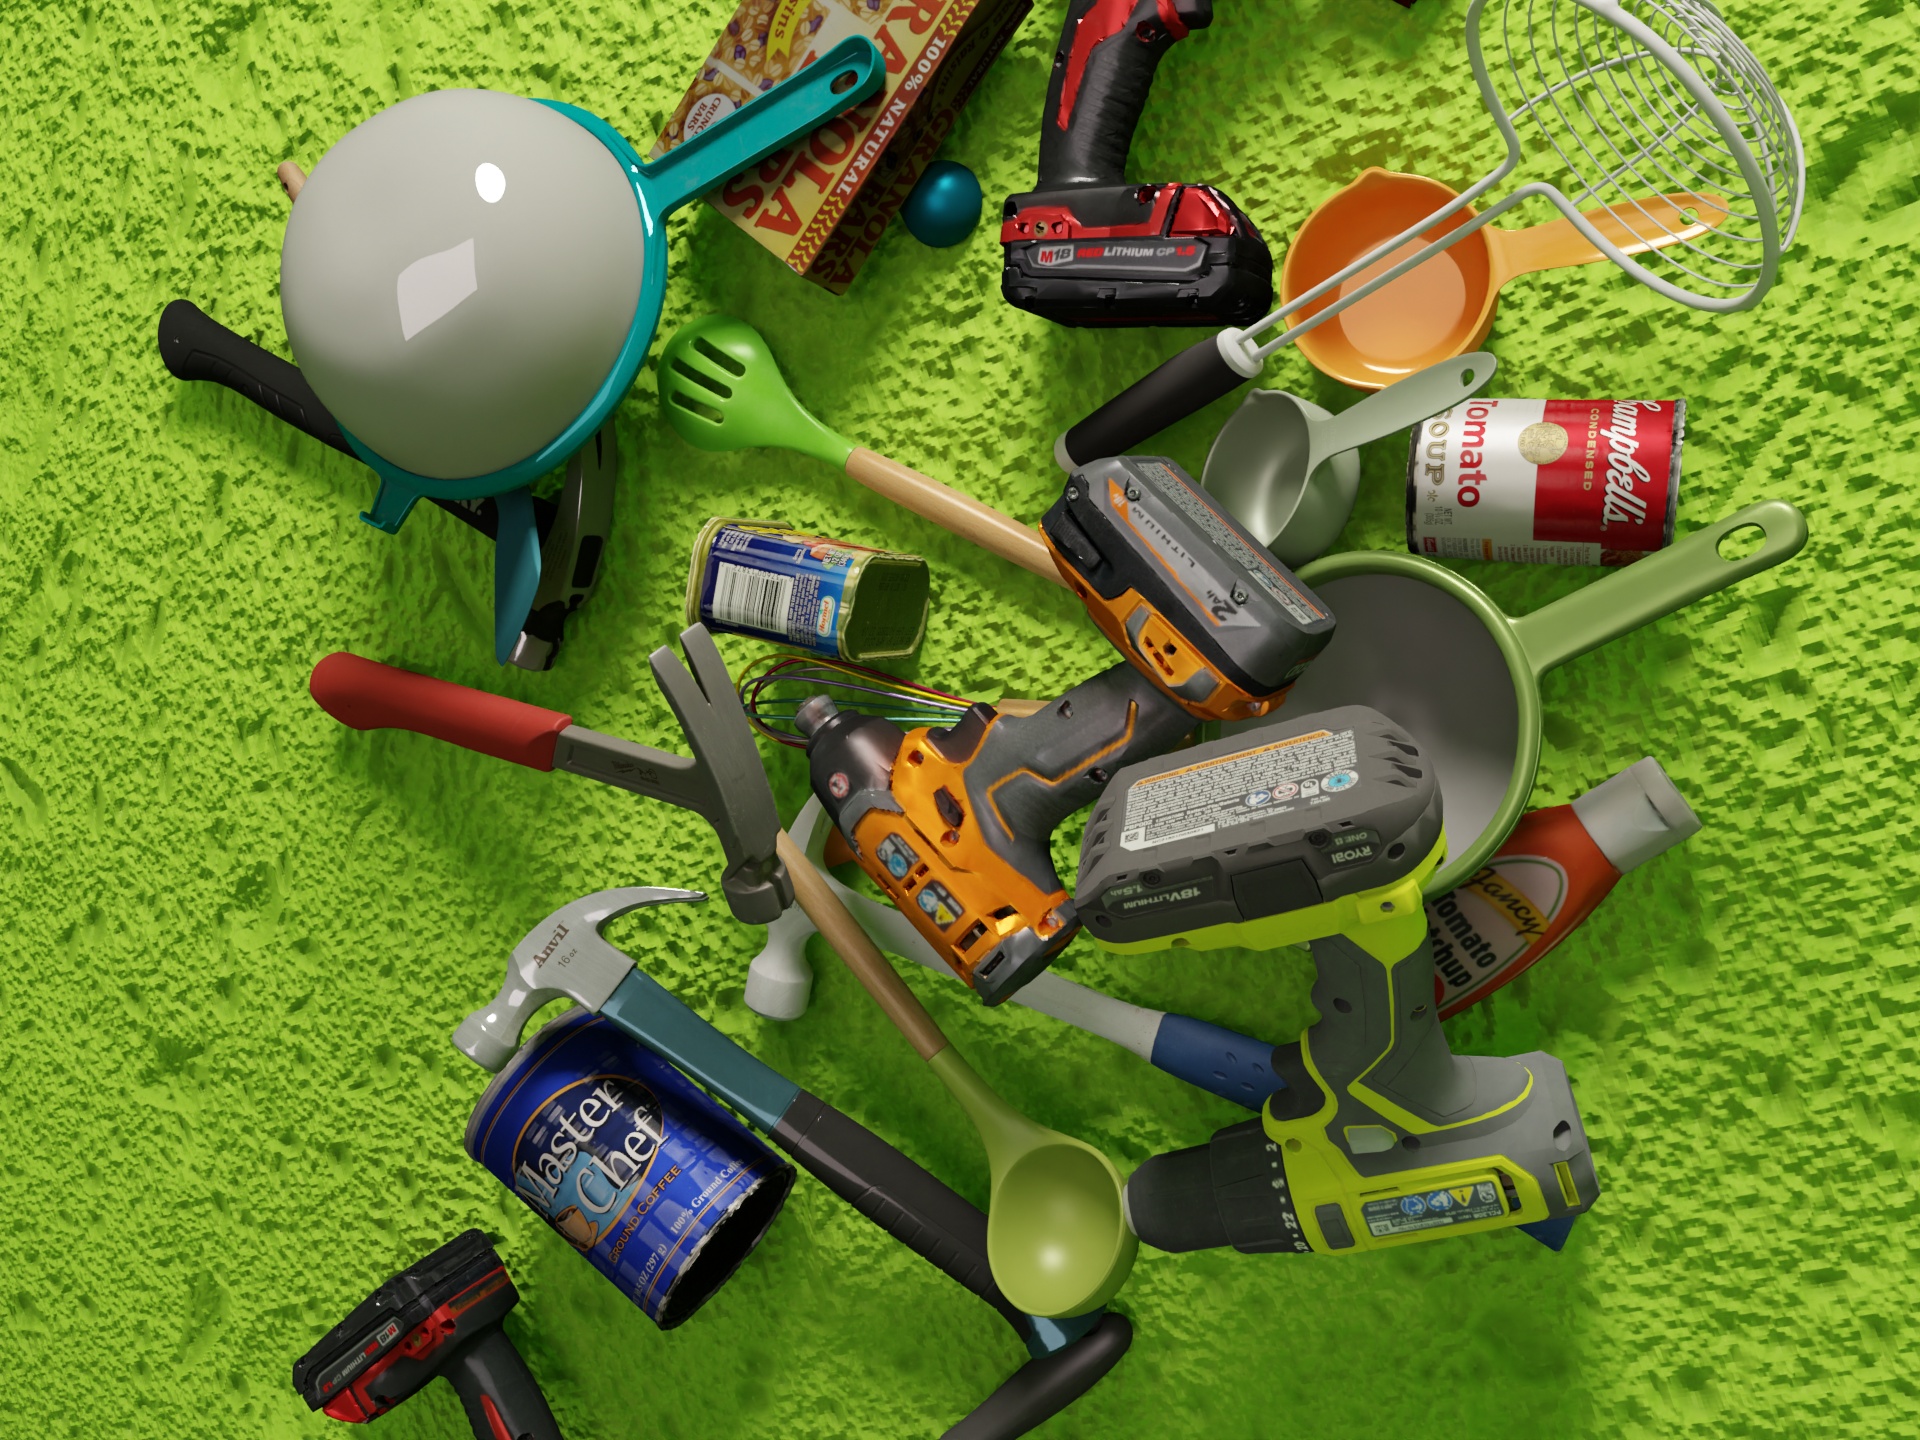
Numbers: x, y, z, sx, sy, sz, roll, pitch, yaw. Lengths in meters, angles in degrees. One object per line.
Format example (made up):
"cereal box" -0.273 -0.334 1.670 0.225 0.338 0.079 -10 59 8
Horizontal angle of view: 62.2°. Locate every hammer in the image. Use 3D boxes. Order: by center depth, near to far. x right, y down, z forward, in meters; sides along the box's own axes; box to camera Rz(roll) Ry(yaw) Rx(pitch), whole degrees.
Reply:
"hammer" 0.084 0.140 0.748 0.406 0.035 0.144 19 107 20
"hammer" -0.075 0.199 0.770 0.331 0.033 0.128 35 78 2
"hammer" -0.231 -0.002 0.811 0.359 0.037 0.149 13 130 39
"hammer" -0.336 -0.167 0.910 0.335 0.035 0.146 29 105 19

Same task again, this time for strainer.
"strainer" 0.221 -0.016 0.656 0.256 0.069 0.152 -30 69 29
"strainer" -0.198 -0.244 0.746 0.340 0.095 0.211 -24 73 18

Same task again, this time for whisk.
"whisk" -0.002 -0.004 0.777 0.245 0.051 0.047 4 89 19
"whisk" -0.003 0.370 0.799 0.239 0.055 0.055 -44 77 15

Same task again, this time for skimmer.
"skimmer" 0.133 -0.148 0.594 0.127 0.090 0.363 47 147 -14

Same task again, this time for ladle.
"ladle" -0.031 0.138 0.749 0.078 0.062 0.320 -42 79 15

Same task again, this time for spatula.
"spatula" -0.295 -0.178 0.847 0.318 0.044 0.082 55 139 12

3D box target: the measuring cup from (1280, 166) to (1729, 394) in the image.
"measuring cup" 0.224 -0.188 0.666 0.173 0.052 0.095 -8 90 21

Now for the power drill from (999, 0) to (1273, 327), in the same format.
"power drill" 0.088 -0.288 0.695 0.143 0.078 0.219 5 98 22

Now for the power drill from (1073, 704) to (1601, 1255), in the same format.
"power drill" 0.130 0.122 0.629 0.190 0.080 0.228 -16 116 18

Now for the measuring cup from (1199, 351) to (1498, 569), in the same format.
"measuring cup" 0.165 -0.112 0.660 0.167 0.038 0.083 -21 62 56

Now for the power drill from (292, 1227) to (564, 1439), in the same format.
"power drill" -0.276 0.430 0.903 0.188 0.080 0.227 -43 80 20

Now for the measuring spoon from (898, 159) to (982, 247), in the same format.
"measuring spoon" -0.050 -0.270 0.789 0.129 0.021 0.042 23 102 19

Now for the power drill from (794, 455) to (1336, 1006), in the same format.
"power drill" 0.030 -0.006 0.687 0.164 0.084 0.226 46 115 13

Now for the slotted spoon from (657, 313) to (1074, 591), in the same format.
"slotted spoon" -0.031 -0.121 0.790 0.314 0.031 0.070 29 104 17

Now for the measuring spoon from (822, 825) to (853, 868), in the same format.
"measuring spoon" -0.059 0.063 0.820 0.117 0.011 0.021 -17 87 22
